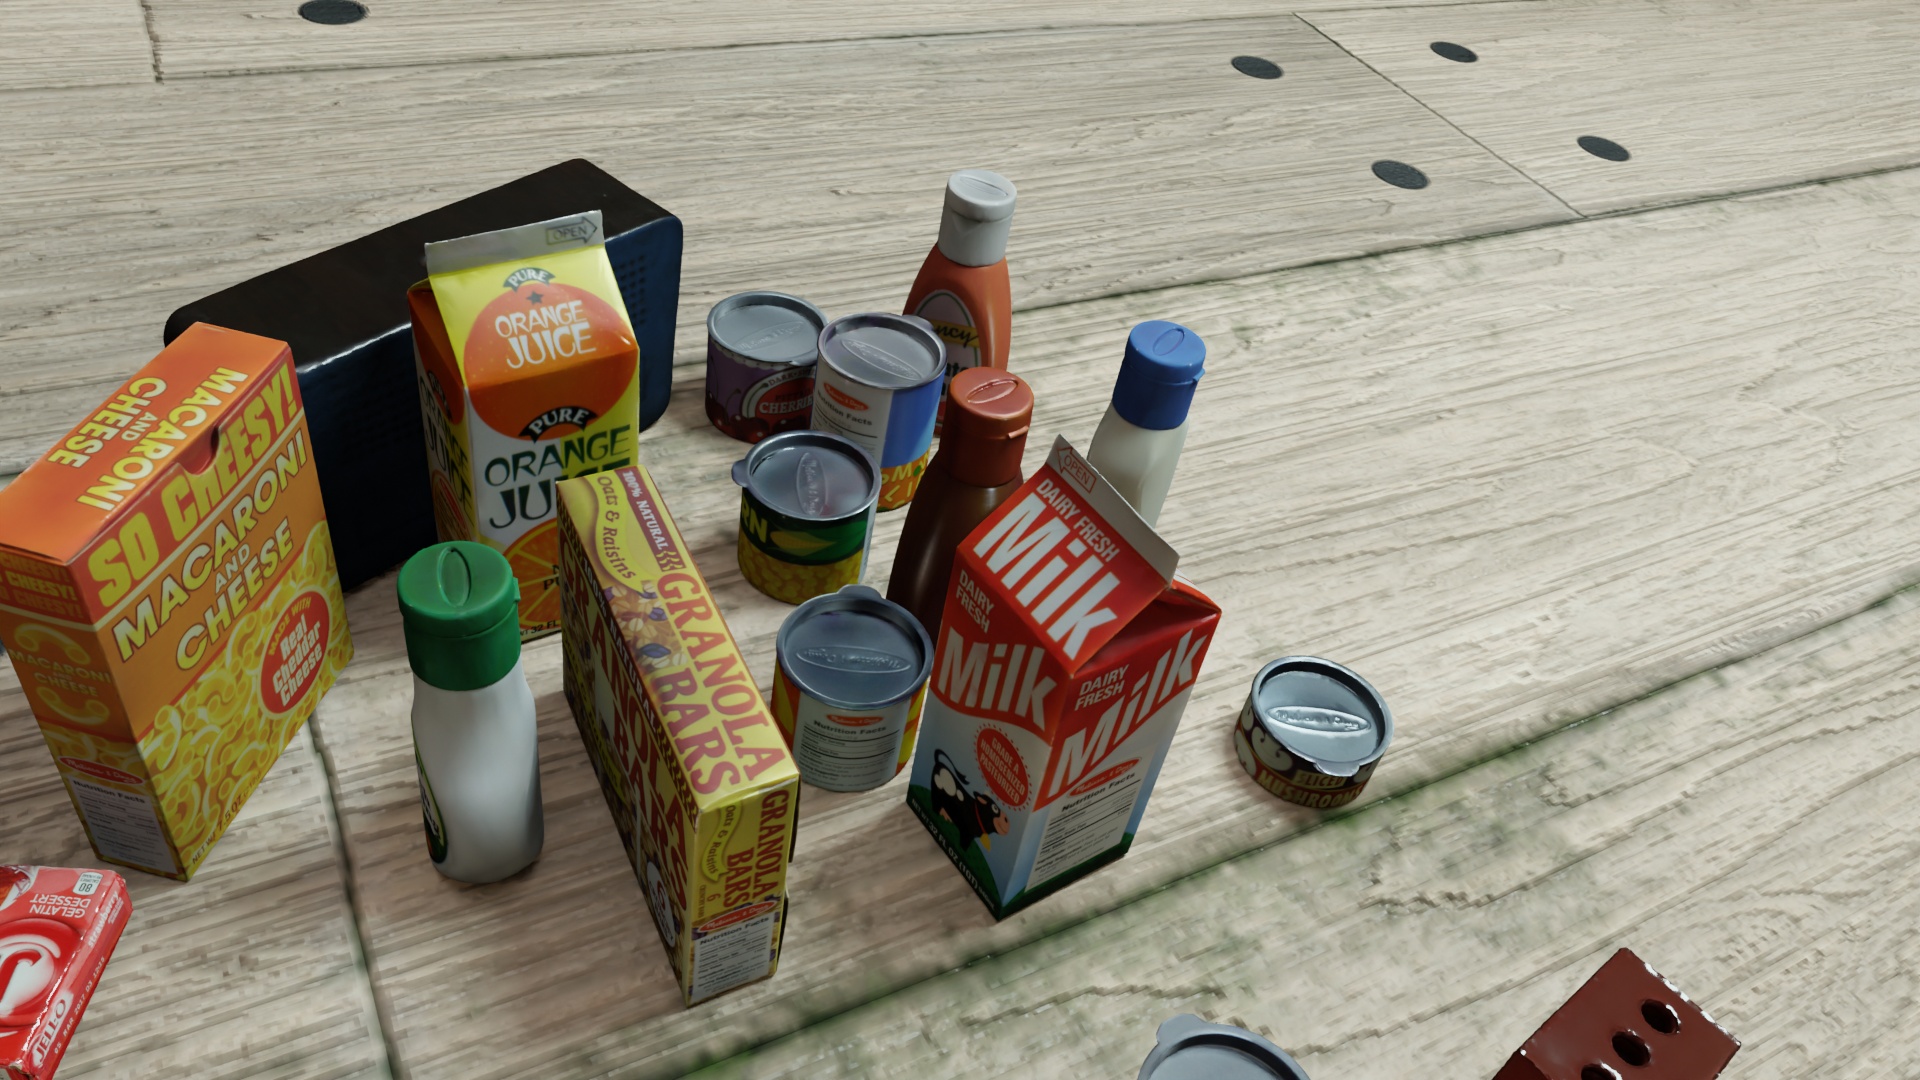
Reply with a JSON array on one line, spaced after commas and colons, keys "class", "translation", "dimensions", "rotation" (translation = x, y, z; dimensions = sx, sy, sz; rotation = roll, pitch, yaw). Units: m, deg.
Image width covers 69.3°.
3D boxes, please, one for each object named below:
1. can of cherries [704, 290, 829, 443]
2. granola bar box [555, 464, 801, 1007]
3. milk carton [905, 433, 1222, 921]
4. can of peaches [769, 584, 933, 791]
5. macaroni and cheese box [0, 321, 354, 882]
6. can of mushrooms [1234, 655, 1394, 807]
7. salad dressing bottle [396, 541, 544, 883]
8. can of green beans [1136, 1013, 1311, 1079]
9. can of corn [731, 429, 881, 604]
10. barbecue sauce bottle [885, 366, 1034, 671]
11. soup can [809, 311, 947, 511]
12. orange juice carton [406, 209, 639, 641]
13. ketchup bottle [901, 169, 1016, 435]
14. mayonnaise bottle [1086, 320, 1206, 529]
[{"class": "can of cherries", "translation": [-0.105, -0.093, 0.760], "dimensions": [0.071, 0.058, 0.072], "rotation": [7, 42, -6]}, {"class": "granola bar box", "translation": [-0.111, 0.070, 0.528], "dimensions": [0.039, 0.123, 0.166], "rotation": [-13, 47, -26]}, {"class": "milk carton", "translation": [0.038, 0.053, 0.533], "dimensions": [0.074, 0.189, 0.072], "rotation": [-19, 50, -30]}, {"class": "can of peaches", "translation": [-0.048, 0.064, 0.600], "dimensions": [0.071, 0.057, 0.071], "rotation": [7, 42, -6]}, {"class": "macaroni and cheese box", "translation": [-0.280, 0.024, 0.508], "dimensions": [0.040, 0.165, 0.124], "rotation": [14, 41, 2]}, {"class": "can of mushrooms", "translation": [0.162, 0.090, 0.640], "dimensions": [0.071, 0.033, 0.071], "rotation": [7, 42, -6]}, {"class": "salad dressing bottle", "translation": [-0.176, 0.065, 0.501], "dimensions": [0.044, 0.146, 0.064], "rotation": [-7, 45, -20]}, {"class": "can of green beans", "translation": [0.085, 0.209, 0.471], "dimensions": [0.071, 0.057, 0.071], "rotation": [7, 42, -6]}, {"class": "can of corn", "translation": [-0.077, -0.011, 0.676], "dimensions": [0.071, 0.058, 0.071], "rotation": [7, 42, -6]}, {"class": "barbecue sauce bottle", "translation": [0.002, -0.008, 0.623], "dimensions": [0.065, 0.147, 0.044], "rotation": [-25, 53, -34]}, {"class": "soup can", "translation": [-0.044, -0.068, 0.728], "dimensions": [0.071, 0.083, 0.072], "rotation": [7, 42, -6]}, {"class": "orange juice carton", "translation": [-0.185, -0.050, 0.593], "dimensions": [0.072, 0.191, 0.073], "rotation": [-18, 50, -30]}, {"class": "ketchup bottle", "translation": [0.000, -0.127, 0.754], "dimensions": [0.065, 0.148, 0.044], "rotation": [23, 43, 12]}, {"class": "mayonnaise bottle", "translation": [0.082, -0.036, 0.674], "dimensions": [0.041, 0.147, 0.065], "rotation": [28, 44, 17]}]
